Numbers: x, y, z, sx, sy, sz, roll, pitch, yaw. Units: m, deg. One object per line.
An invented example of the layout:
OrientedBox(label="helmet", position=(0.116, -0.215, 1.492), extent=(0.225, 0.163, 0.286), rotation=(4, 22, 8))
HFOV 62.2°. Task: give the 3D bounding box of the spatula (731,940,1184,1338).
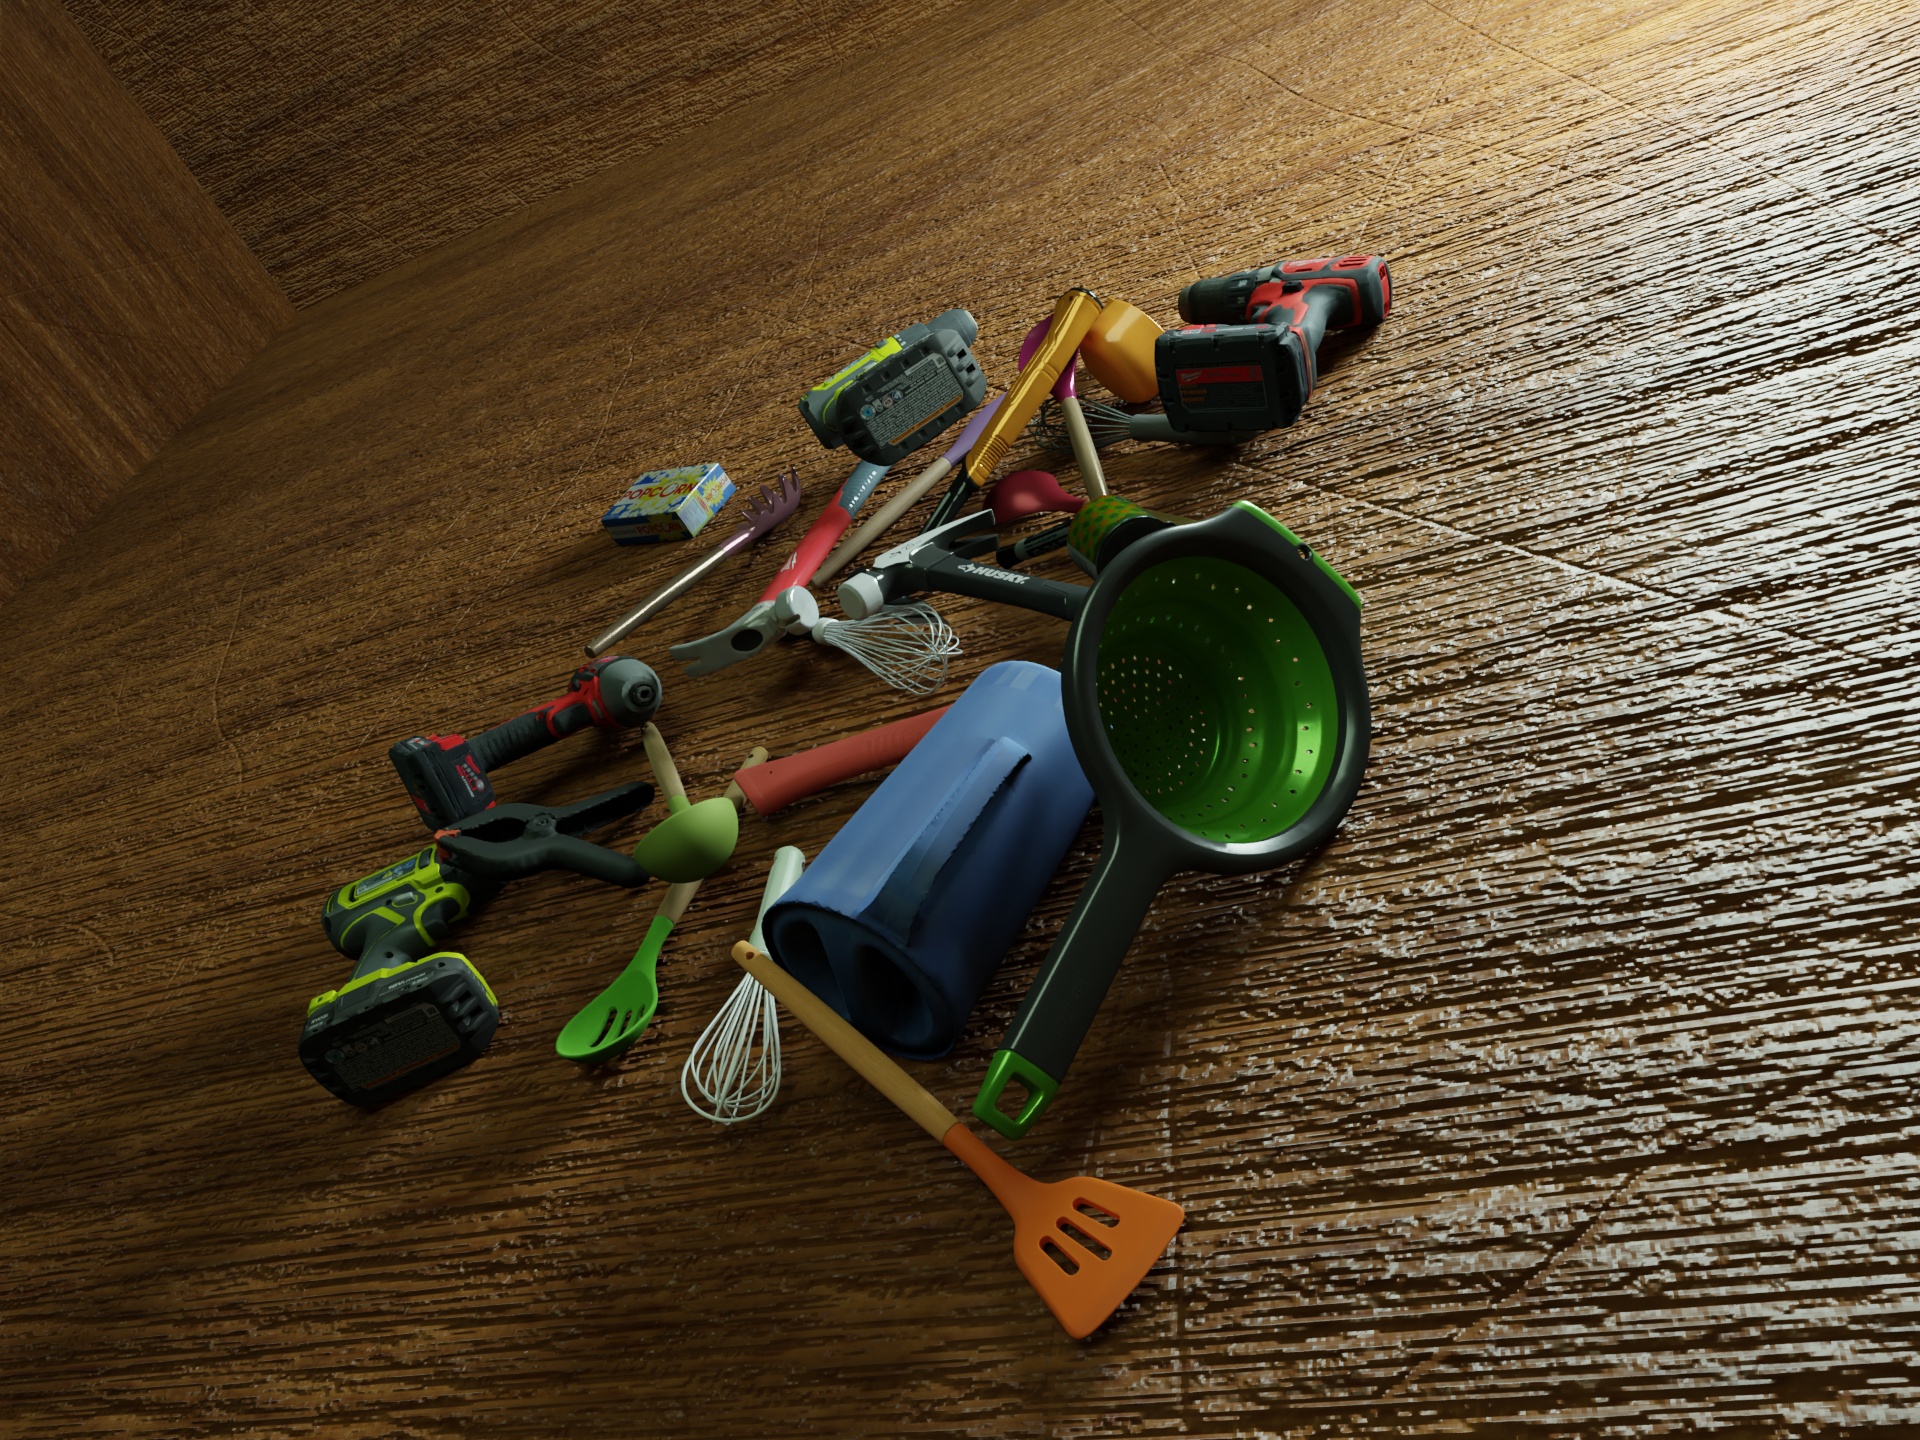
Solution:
OrientedBox(label="spatula", position=(-0.023, 0.203, 0.854), extent=(0.323, 0.041, 0.081), rotation=(33, 67, 34))

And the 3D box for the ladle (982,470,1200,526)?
OrientedBox(label="ladle", position=(0.121, -0.167, 1.288), extent=(0.069, 0.031, 0.316), rotation=(-47, 38, -18))

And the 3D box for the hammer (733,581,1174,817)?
OrientedBox(label="hammer", position=(-0.002, -0.004, 1.159), extent=(0.359, 0.036, 0.149), rotation=(-18, 35, 19))

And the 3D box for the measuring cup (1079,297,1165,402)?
OrientedBox(label="measuring cup", position=(0.136, -0.328, 1.455), extent=(0.052, 0.095, 0.174), rotation=(-49, 16, -8))

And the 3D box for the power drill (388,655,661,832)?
OrientedBox(label="power drill", position=(-0.356, 0.012, 1.340), extent=(0.219, 0.078, 0.143), rotation=(-30, 16, -24))

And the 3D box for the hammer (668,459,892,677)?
OrientedBox(label="hammer", position=(-0.130, -0.171, 1.441), extent=(0.143, 0.038, 0.387), rotation=(-20, 26, 32))

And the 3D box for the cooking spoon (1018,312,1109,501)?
OrientedBox(label="cooking spoon", position=(0.097, -0.253, 1.346), extent=(0.068, 0.017, 0.319), rotation=(-34, 41, 22))

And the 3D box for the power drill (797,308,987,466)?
OrientedBox(label="power drill", position=(-0.052, -0.317, 1.484), extent=(0.190, 0.080, 0.229), rotation=(-34, 20, 0))

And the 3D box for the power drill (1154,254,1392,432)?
OrientedBox(label="power drill", position=(0.238, -0.322, 1.322), extent=(0.188, 0.080, 0.227), rotation=(5, 36, 33))

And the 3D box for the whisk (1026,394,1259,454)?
OrientedBox(label="whisk", position=(0.151, -0.253, 1.359), extent=(0.239, 0.055, 0.055), rotation=(11, 51, 41))

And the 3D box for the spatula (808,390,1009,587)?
OrientedBox(label="spatula", position=(-0.032, -0.227, 1.494), extent=(0.316, 0.018, 0.060), rotation=(-45, 34, -23))

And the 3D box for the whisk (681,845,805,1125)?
OrientedBox(label="whisk", position=(-0.131, 0.164, 1.034), extent=(0.059, 0.057, 0.247), rotation=(10, 35, -1))

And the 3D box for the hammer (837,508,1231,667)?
OrientedBox(label="hammer", position=(0.073, -0.089, 1.132), extent=(0.335, 0.035, 0.146), rotation=(17, 41, 42))

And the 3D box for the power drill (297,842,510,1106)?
OrientedBox(label="power drill", position=(-0.413, 0.174, 1.216), extent=(0.171, 0.080, 0.223), rotation=(-24, 31, 2))

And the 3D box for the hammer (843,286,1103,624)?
OrientedBox(label="hammer", position=(0.027, -0.229, 1.353), extent=(0.127, 0.034, 0.337), rotation=(21, 75, 52))

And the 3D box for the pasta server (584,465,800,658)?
OrientedBox(label="pasta server", position=(-0.248, -0.151, 1.502), extent=(0.060, 0.040, 0.316), rotation=(-18, 21, 46))

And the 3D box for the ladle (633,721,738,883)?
OrientedBox(label="ladle", position=(-0.228, 0.045, 1.229), extent=(0.078, 0.062, 0.320), rotation=(-32, 24, -6))

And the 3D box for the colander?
OrientedBox(label="colander", position=(0.096, 0.057, 0.912), extent=(0.397, 0.204, 0.094), rotation=(-59, 15, -24))

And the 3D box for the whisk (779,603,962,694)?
OrientedBox(label="whisk", position=(-0.092, -0.071, 1.303), extent=(0.070, 0.070, 0.285), rotation=(-45, 31, -21))

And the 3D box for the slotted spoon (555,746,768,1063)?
OrientedBox(label="slotted spoon", position=(-0.203, 0.128, 1.155), extent=(0.070, 0.031, 0.314), rotation=(-9, 37, 29))
